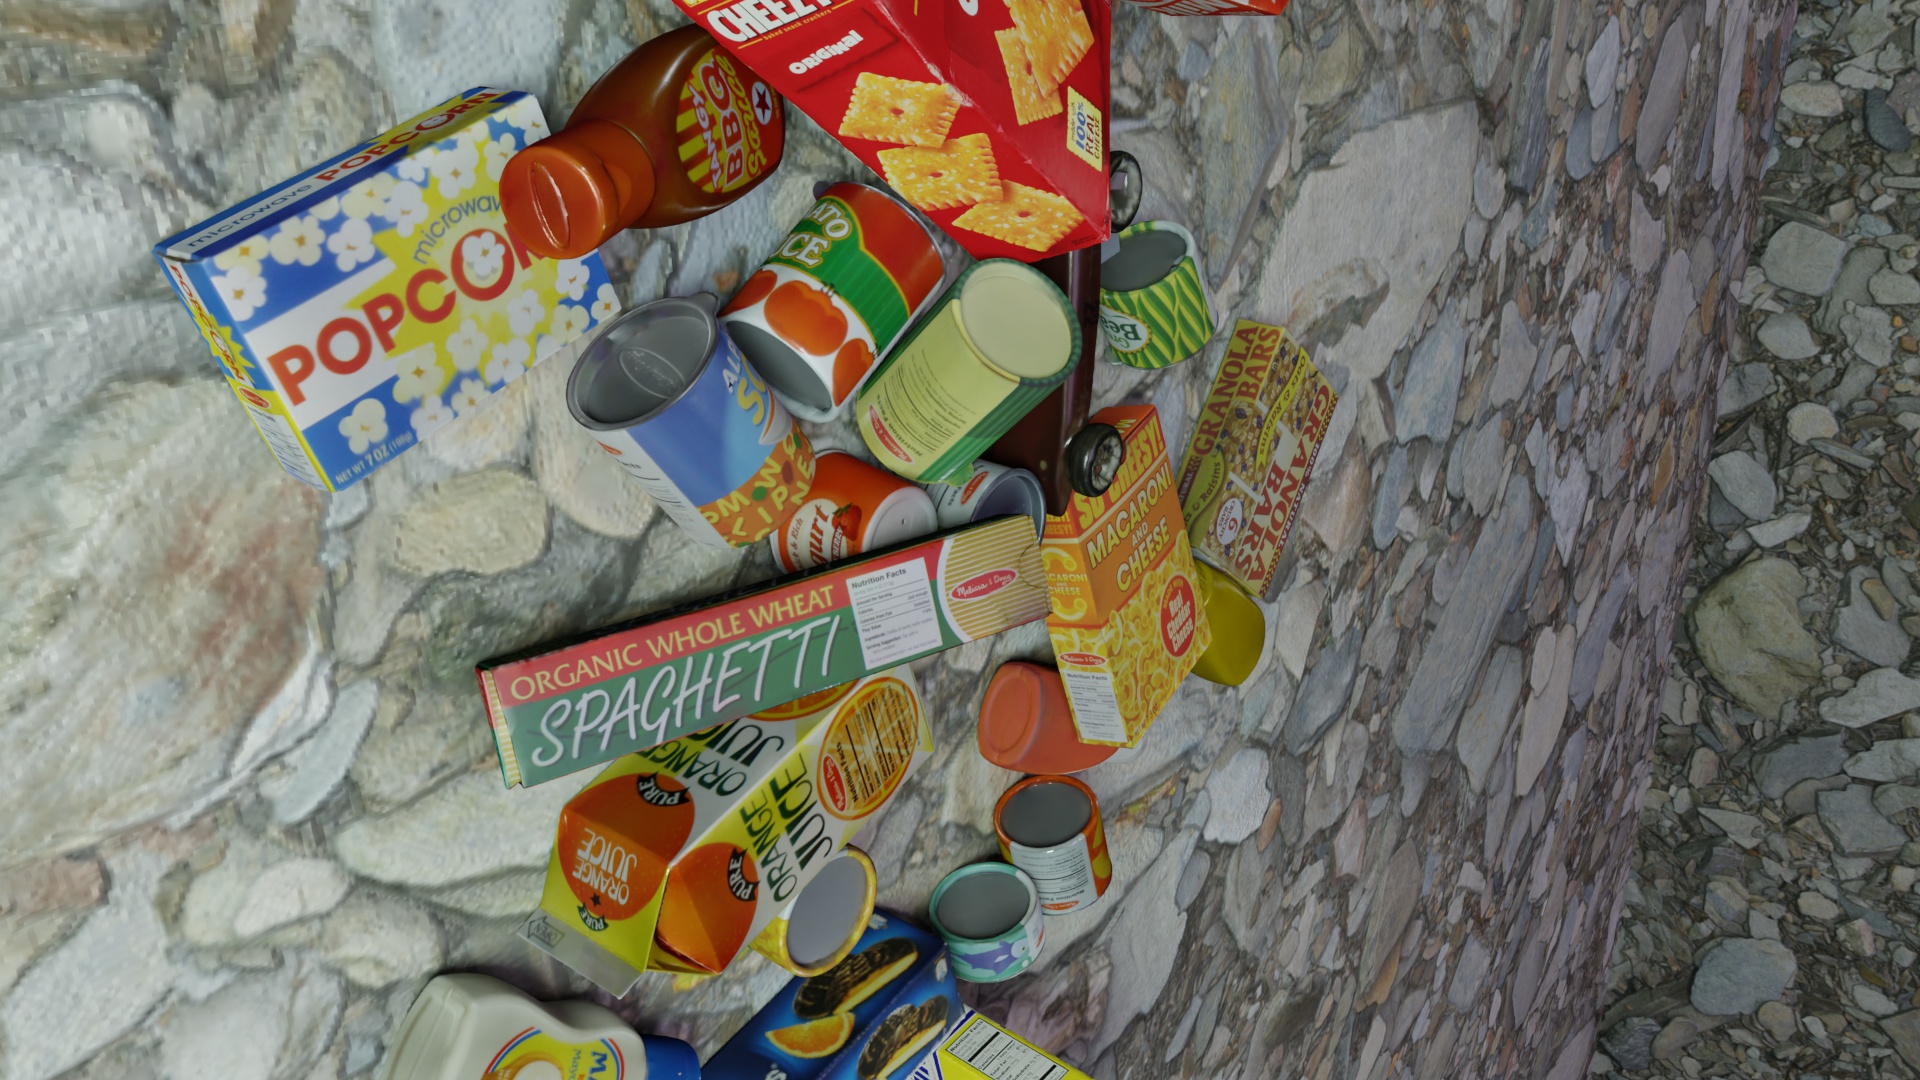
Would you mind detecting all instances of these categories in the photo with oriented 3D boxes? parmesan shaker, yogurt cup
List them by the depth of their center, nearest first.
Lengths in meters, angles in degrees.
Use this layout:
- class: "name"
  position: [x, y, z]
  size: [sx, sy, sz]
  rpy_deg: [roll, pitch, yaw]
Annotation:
- class: "parmesan shaker"
  position: [0.005, -0.074, 0.640]
  size: [0.071, 0.102, 0.071]
  rpy_deg: [12, 63, -25]
- class: "yogurt cup"
  position: [-0.048, -0.005, 0.657]
  size: [0.073, 0.054, 0.072]
  rpy_deg: [-24, 122, -46]

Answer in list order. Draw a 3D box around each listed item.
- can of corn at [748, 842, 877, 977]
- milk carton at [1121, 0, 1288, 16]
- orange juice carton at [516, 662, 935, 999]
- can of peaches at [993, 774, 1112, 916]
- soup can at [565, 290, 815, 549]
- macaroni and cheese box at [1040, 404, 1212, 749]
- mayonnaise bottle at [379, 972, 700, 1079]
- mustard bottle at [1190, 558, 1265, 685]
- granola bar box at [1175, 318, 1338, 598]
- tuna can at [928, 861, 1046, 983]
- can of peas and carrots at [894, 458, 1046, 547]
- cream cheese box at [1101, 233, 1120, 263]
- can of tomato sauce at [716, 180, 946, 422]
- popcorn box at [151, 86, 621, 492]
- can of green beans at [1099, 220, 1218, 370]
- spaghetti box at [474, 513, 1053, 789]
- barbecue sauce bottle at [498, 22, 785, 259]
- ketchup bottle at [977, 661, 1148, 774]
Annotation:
- class: "can of corn"
  position: [-0.082, 0.171, 0.676]
  size: [0.071, 0.058, 0.071]
  rpy_deg: [-23, 121, -46]
- class: "milk carton"
  position: [0.118, -0.323, 0.735]
  size: [0.191, 0.072, 0.073]
  rpy_deg: [-12, 112, -50]
- class: "orange juice carton"
  position: [-0.102, 0.119, 0.619]
  size: [0.194, 0.072, 0.072]
  rpy_deg: [-43, 134, -35]
- class: "can of peaches"
  position: [0.057, 0.185, 0.858]
  size: [0.071, 0.071, 0.057]
  rpy_deg: [-42, 133, -35]
- class: "soup can"
  position: [-0.103, -0.047, 0.557]
  size: [0.071, 0.071, 0.083]
  rpy_deg: [-58, 141, -20]
- class: "macaroni and cheese box"
  position: [0.095, 0.019, 0.825]
  size: [0.124, 0.040, 0.165]
  rpy_deg: [-43, 124, -47]
- class: "mayonnaise bottle"
  position: [-0.172, 0.226, 0.594]
  size: [0.148, 0.041, 0.065]
  rpy_deg: [35, 73, -51]
- class: "mustard bottle"
  position: [0.163, 0.047, 0.954]
  size: [0.160, 0.049, 0.065]
  rpy_deg: [44, 68, -49]
- class: "granola bar box"
  position: [0.206, -0.054, 0.979]
  size: [0.124, 0.039, 0.165]
  rpy_deg: [31, 79, -53]
- class: "tuna can"
  position: [0.013, 0.224, 0.817]
  size: [0.071, 0.071, 0.032]
  rpy_deg: [-38, 130, -38]
- class: "can of peas and carrots"
  position: [0.003, -0.009, 0.717]
  size: [0.071, 0.059, 0.070]
  rpy_deg: [-25, 123, -45]
- class: "cream cheese box"
  position: [0.057, -0.193, 0.746]
  size: [0.053, 0.024, 0.103]
  rpy_deg: [-41, 132, -37]
- class: "can of tomato sauce"
  position: [-0.057, -0.104, 0.598]
  size: [0.083, 0.071, 0.071]
  rpy_deg: [-55, 140, -22]
- class: "popcorn box"
  position: [-0.184, -0.086, 0.463]
  size: [0.127, 0.038, 0.084]
  rpy_deg: [-44, 134, -34]
- class: "can of green beans"
  position: [0.109, -0.141, 0.799]
  size: [0.071, 0.071, 0.057]
  rpy_deg: [-54, 139, -24]
- class: "spaghetti box"
  position: [-0.074, 0.041, 0.587]
  size: [0.251, 0.028, 0.050]
  rpy_deg: [-16, 98, -28]
- class: "barbecue sauce bottle"
  position: [-0.108, -0.139, 0.490]
  size: [0.149, 0.043, 0.064]
  rpy_deg: [-63, 146, -57]
- class: "ketchup bottle"
  position: [0.069, 0.116, 0.863]
  size: [0.149, 0.043, 0.065]
  rpy_deg: [21, 83, -54]
